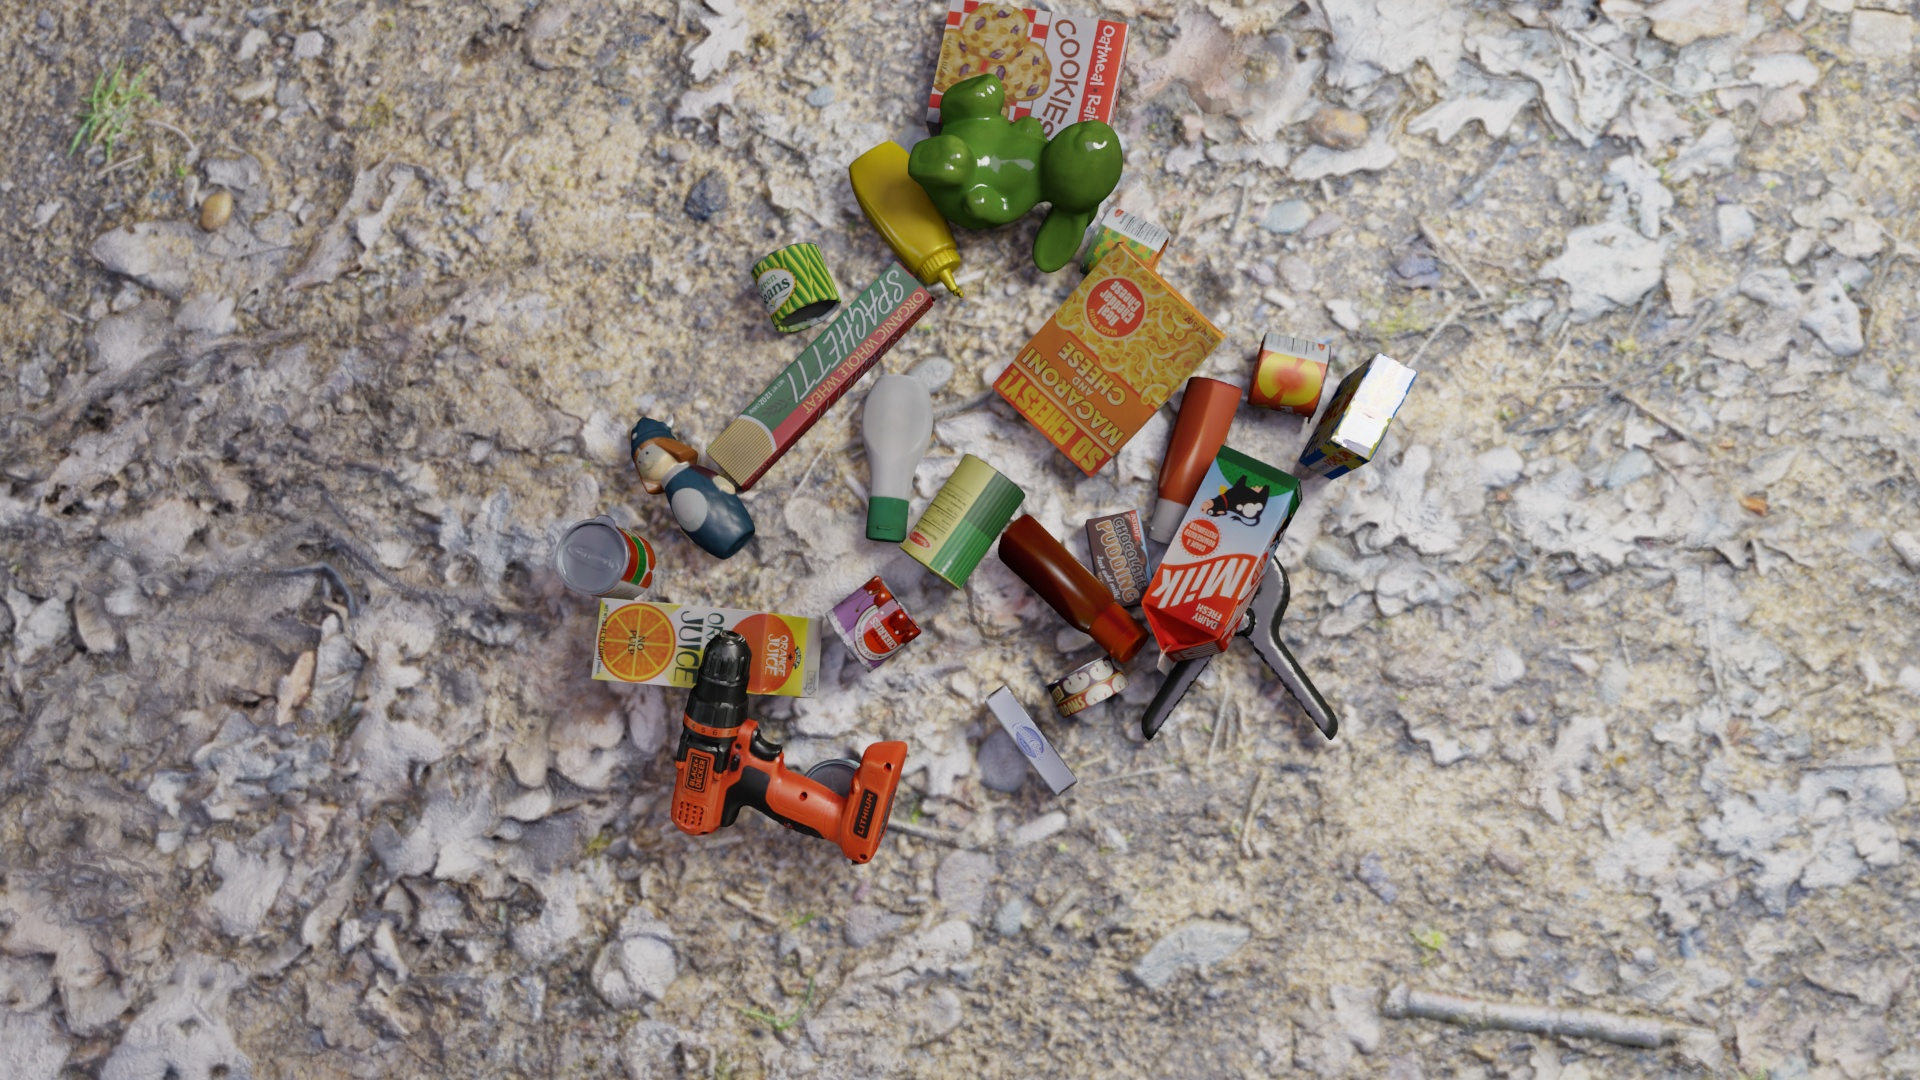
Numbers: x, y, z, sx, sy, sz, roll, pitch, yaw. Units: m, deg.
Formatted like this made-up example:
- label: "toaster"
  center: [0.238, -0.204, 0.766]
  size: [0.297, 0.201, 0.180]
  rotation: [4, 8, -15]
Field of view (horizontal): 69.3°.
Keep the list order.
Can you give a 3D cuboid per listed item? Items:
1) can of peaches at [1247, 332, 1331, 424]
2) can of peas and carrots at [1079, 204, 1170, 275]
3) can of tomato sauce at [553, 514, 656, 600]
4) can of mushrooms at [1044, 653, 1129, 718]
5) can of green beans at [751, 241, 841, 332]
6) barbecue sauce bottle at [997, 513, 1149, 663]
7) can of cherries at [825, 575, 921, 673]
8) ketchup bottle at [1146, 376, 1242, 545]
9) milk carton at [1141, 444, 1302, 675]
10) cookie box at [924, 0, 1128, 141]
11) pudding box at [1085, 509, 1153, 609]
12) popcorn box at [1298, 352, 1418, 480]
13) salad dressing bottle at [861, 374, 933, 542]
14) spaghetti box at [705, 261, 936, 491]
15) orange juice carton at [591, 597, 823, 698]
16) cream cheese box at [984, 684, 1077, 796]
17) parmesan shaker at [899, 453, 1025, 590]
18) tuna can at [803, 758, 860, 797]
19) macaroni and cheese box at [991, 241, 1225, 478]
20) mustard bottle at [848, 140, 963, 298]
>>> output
- label: "can of peaches"
  center: [0.286, -0.142, 1.215]
  size: [0.058, 0.071, 0.071]
  rotation: [14, 84, 6]
- label: "can of peas and carrots"
  center: [0.146, -0.255, 1.241]
  size: [0.059, 0.071, 0.071]
  rotation: [28, 86, 7]
- label: "can of tomato sauce"
  center: [-0.313, 0.017, 1.232]
  size: [0.071, 0.083, 0.071]
  rotation: [-1, 83, 4]
- label: "can of mushrooms"
  center: [0.108, 0.125, 1.193]
  size: [0.071, 0.071, 0.033]
  rotation: [-26, 84, 1]
- label: "can of green beans"
  center: [-0.148, -0.229, 1.260]
  size: [0.071, 0.071, 0.058]
  rotation: [-24, 82, 1]
- label: "barbecue sauce bottle"
  center: [0.096, 0.044, 1.190]
  size: [0.044, 0.064, 0.149]
  rotation: [-39, 66, -16]
- label: "can of cherries"
  center: [-0.075, 0.073, 1.213]
  size: [0.058, 0.071, 0.071]
  rotation: [-37, 82, -1]
- label: "ketchup bottle"
  center: [0.201, -0.068, 1.215]
  size: [0.043, 0.065, 0.148]
  rotation: [16, 93, -13]
- label: "milk carton"
  center: [0.211, 0.025, 1.162]
  size: [0.073, 0.072, 0.190]
  rotation: [26, 86, 19]
- label: "cookie box"
  center: [0.063, -0.424, 1.282]
  size: [0.167, 0.040, 0.123]
  rotation: [11, 84, 7]
- label: "pudding box"
  center: [0.141, 0.019, 1.223]
  size: [0.050, 0.030, 0.084]
  rotation: [-10, 82, 3]
- label: "popcorn box"
  center: [0.333, -0.103, 1.175]
  size: [0.038, 0.126, 0.085]
  rotation: [30, 87, 3]
- label: "salad dressing bottle"
  center: [-0.060, -0.073, 1.245]
  size: [0.064, 0.044, 0.147]
  rotation: [5, 84, 3]
- label: "spaghetti box"
  center: [-0.127, -0.151, 1.267]
  size: [0.050, 0.028, 0.250]
  rotation: [44, 88, 7]
- label: "orange juice carton"
  center: [-0.218, 0.096, 1.220]
  size: [0.193, 0.073, 0.072]
  rotation: [5, 83, 5]
- label: "cream cheese box"
  center: [0.061, 0.172, 1.198]
  size: [0.024, 0.053, 0.104]
  rotation: [-37, 81, -2]
- label: "parmesan shaker"
  center: [0.004, -0.015, 1.219]
  size: [0.071, 0.071, 0.103]
  rotation: [35, 86, 8]
- label: "tuna can"
  center: [-0.105, 0.223, 1.215]
  size: [0.071, 0.033, 0.071]
  rotation: [-1, 83, 5]
- label: "macaroni and cheese box"
  center: [0.128, -0.156, 1.211]
  size: [0.124, 0.040, 0.166]
  rotation: [43, 109, 3]
- label: "mustard bottle"
  center: [-0.042, -0.285, 1.267]
  size: [0.065, 0.049, 0.160]
  rotation: [-30, 82, 0]
